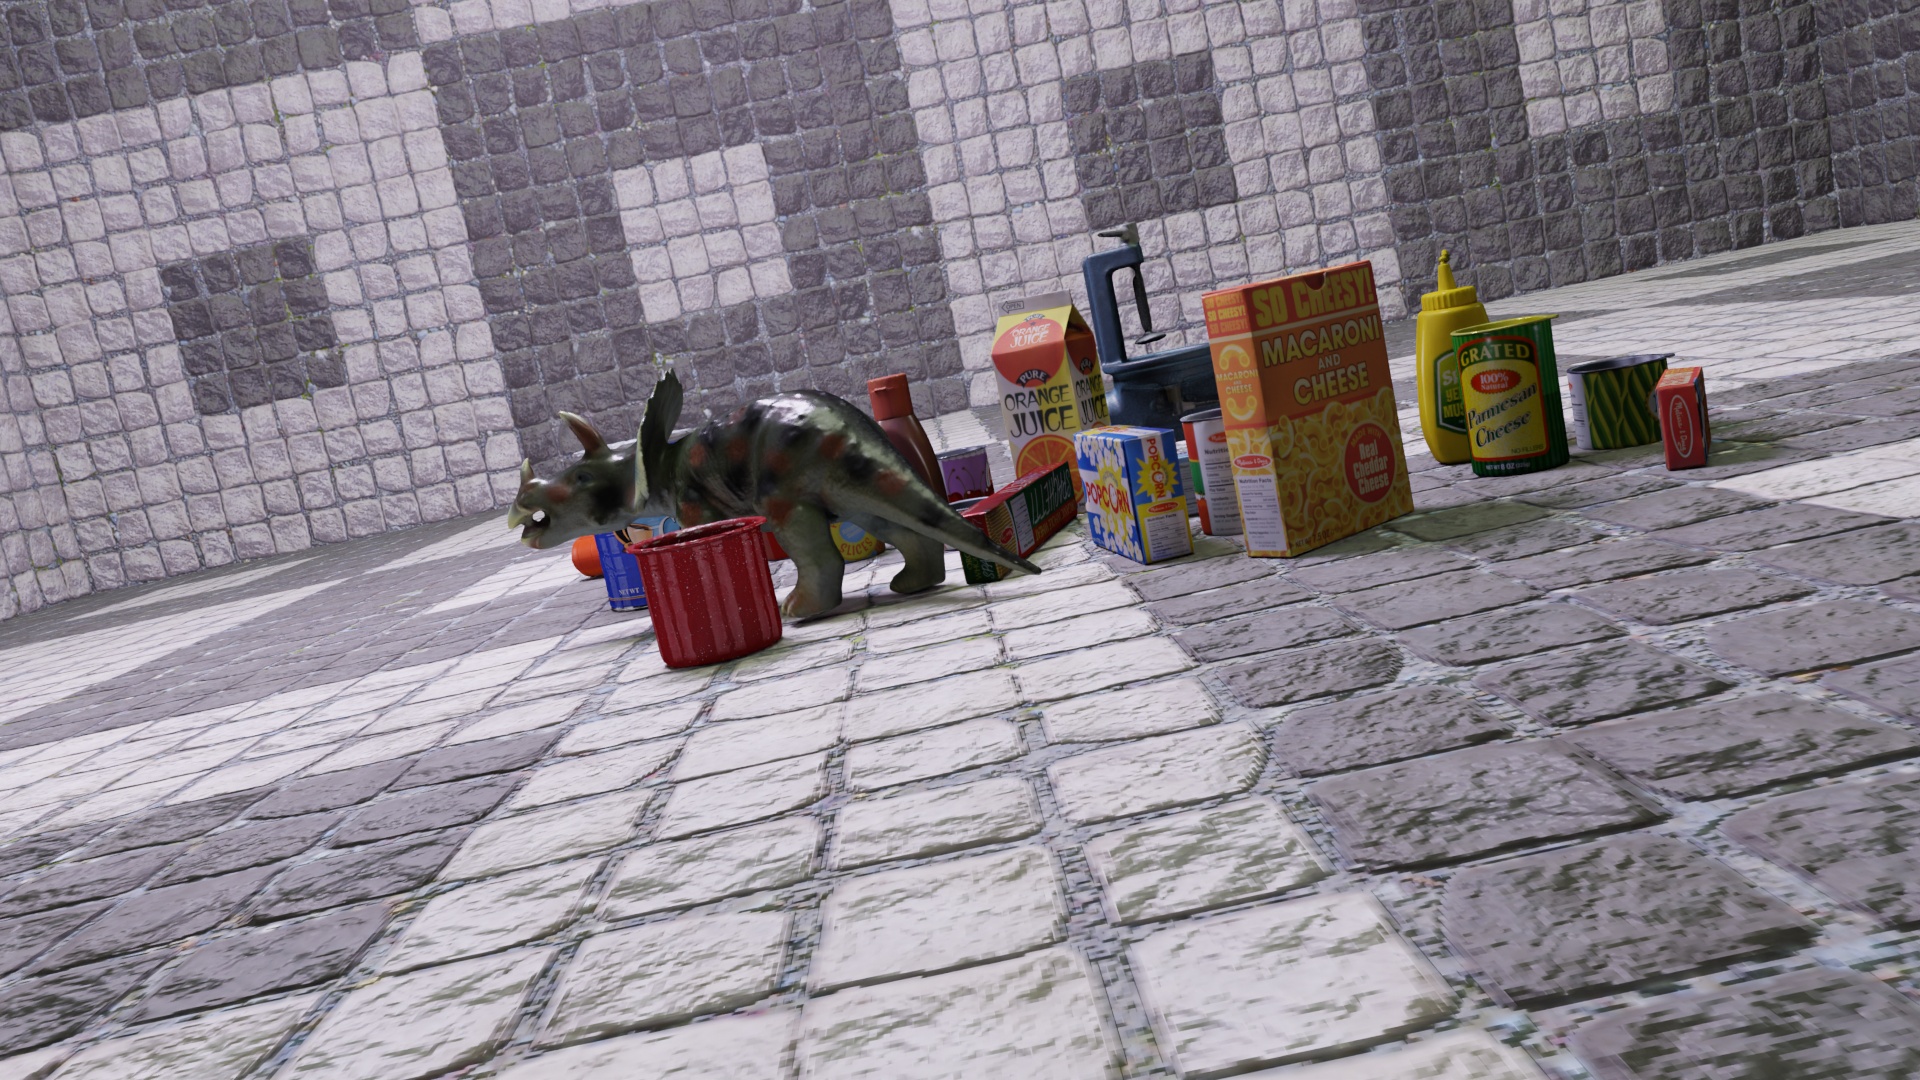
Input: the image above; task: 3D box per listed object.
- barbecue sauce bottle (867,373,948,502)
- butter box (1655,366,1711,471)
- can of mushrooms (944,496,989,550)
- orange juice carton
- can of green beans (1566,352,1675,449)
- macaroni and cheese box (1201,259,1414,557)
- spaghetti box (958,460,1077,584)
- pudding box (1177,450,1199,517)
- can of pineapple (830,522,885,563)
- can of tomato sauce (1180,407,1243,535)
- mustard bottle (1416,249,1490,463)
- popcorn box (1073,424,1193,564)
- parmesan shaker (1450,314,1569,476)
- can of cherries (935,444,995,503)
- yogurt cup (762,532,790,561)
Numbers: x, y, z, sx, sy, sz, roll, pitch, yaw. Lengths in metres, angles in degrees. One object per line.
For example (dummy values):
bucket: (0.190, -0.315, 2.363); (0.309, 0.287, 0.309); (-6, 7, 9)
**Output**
barbecue sauce bottle: (-0.052, -0.076, 1.262); (0.065, 0.148, 0.044); (-8, 8, 24)
butter box: (0.467, -0.081, 0.896); (0.024, 0.053, 0.104); (-7, 9, 31)
can of mushrooms: (0.004, -0.015, 1.168); (0.071, 0.033, 0.071); (-12, 8, 2)
orange juice carton: (0.083, -0.121, 1.224); (0.071, 0.192, 0.073); (-8, 9, 28)
can of green beans: (0.475, -0.100, 0.997); (0.071, 0.057, 0.071); (-12, 8, 2)
macaroni and cheese box: (0.221, -0.084, 0.874); (0.124, 0.166, 0.040); (-17, 9, -34)
spaghetti box: (0.048, -0.019, 1.078); (0.028, 0.050, 0.251); (-9, 9, 19)
pudding box: (0.163, -0.042, 1.073); (0.084, 0.049, 0.030); (-10, 8, 10)
can of pineapple: (-0.102, -0.012, 1.218); (0.071, 0.057, 0.071); (-12, 8, 2)
can of tomato sauce: (0.195, -0.051, 0.976); (0.071, 0.083, 0.071); (-12, 8, 2)
mustard bottle: (0.375, -0.140, 1.053); (0.065, 0.160, 0.049); (-10, 8, 11)
popcorn box: (0.119, -0.035, 0.965); (0.038, 0.085, 0.127); (-13, 8, -9)
parmesan shaker: (0.389, -0.102, 0.973); (0.071, 0.103, 0.071); (-12, 8, 2)
can of cherries: (0.002, -0.062, 1.406); (0.071, 0.058, 0.071); (-12, 8, 2)
yogurt cup: (-0.164, -0.013, 1.322); (0.072, 0.054, 0.072); (-12, 8, 2)
